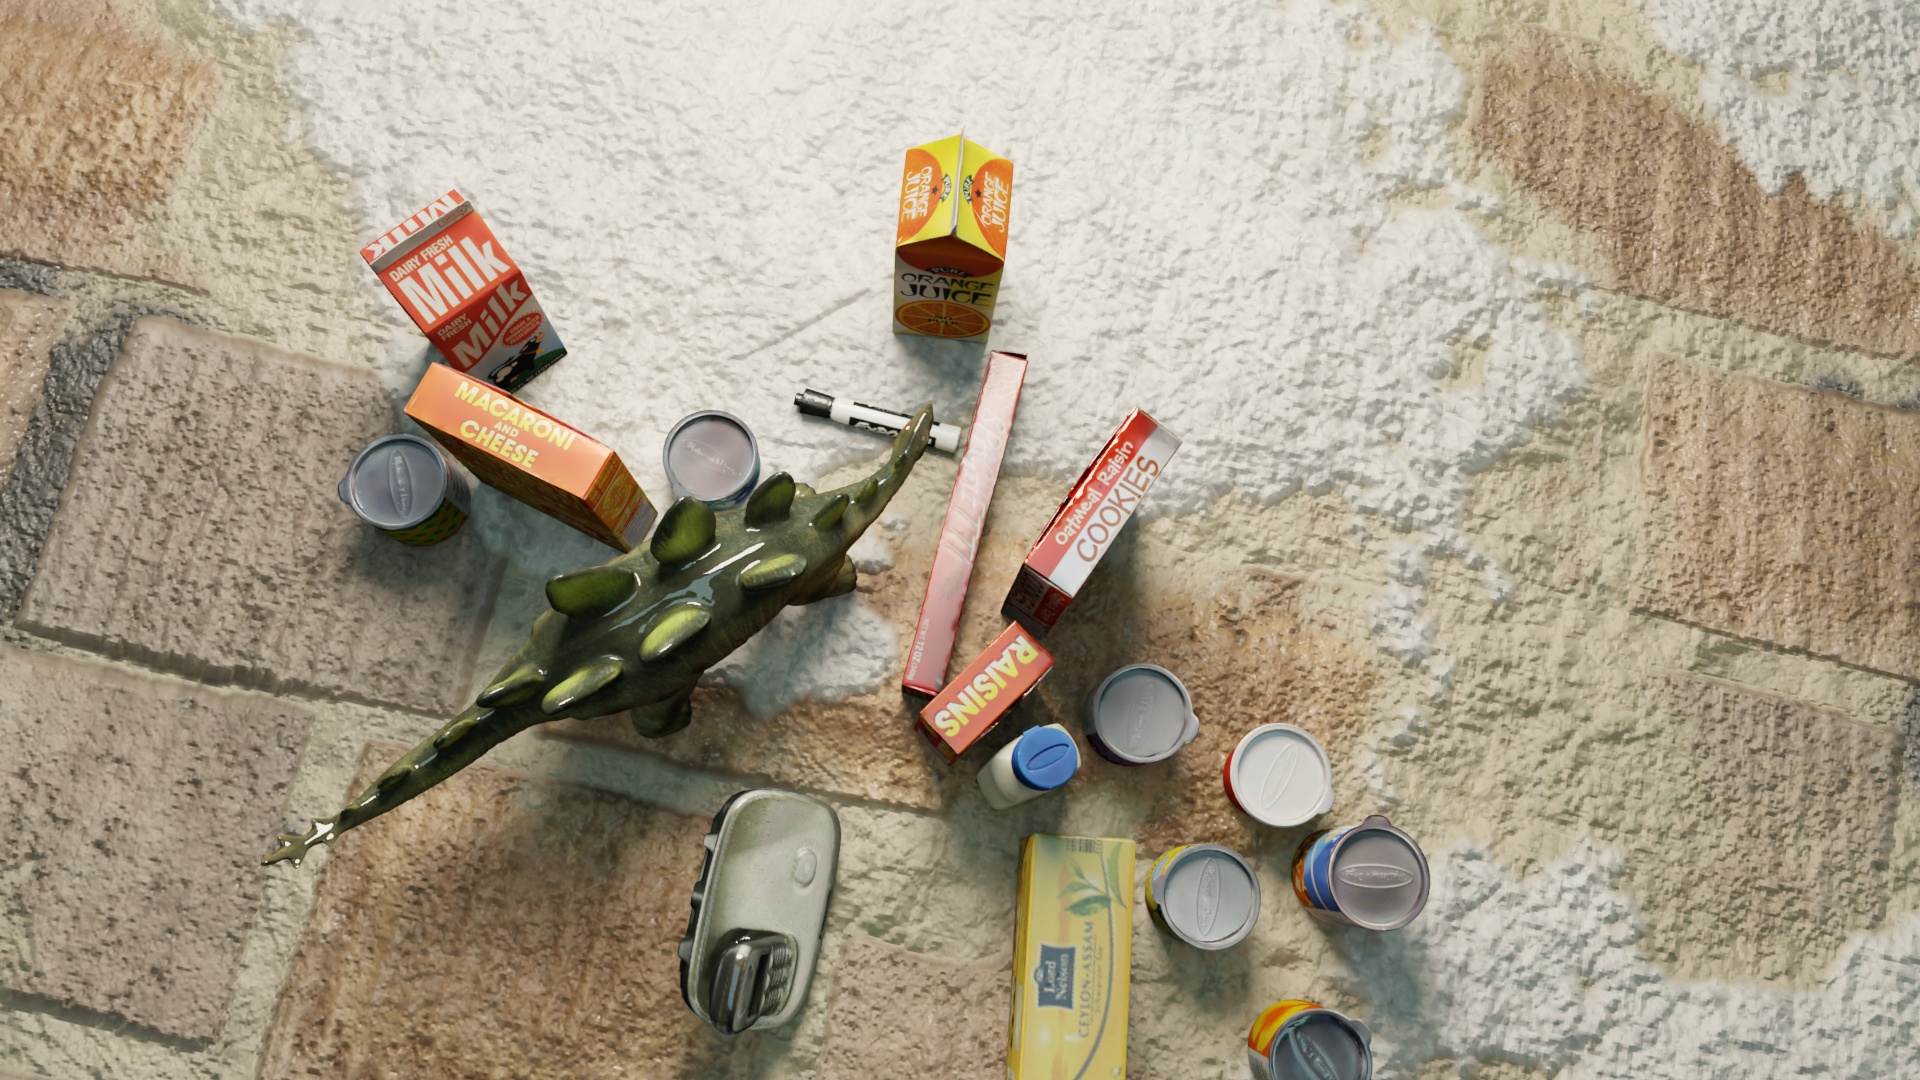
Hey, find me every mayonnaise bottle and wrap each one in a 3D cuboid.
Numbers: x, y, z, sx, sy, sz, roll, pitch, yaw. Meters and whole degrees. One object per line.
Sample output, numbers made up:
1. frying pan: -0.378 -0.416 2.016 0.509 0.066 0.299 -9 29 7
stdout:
1. mayonnaise bottle: 0.046 0.143 0.883 0.065 0.147 0.041 -27 80 -9

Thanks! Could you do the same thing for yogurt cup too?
1. yogurt cup: 0.210 0.160 0.938 0.072 0.054 0.072 1 77 -3

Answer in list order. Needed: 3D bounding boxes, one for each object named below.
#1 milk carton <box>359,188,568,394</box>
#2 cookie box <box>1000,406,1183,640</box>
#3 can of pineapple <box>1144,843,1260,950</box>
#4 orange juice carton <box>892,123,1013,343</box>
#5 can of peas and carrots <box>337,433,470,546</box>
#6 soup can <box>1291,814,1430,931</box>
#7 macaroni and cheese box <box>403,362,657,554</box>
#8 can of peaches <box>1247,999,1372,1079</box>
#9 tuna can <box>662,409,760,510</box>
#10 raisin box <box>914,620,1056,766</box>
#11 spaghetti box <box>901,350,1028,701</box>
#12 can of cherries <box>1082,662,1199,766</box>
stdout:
1. milk carton: -0.325 -0.161 0.909 0.072 0.190 0.073 -39 82 -11
2. cookie box: 0.081 -0.007 0.911 0.040 0.167 0.123 35 78 4
3. can of pineapple: 0.157 0.233 0.915 0.071 0.057 0.071 1 77 -3
4. orange juice carton: -0.006 -0.203 0.938 0.073 0.192 0.072 7 77 -2
5. can of peas and carrots: -0.376 -0.032 0.944 0.071 0.058 0.071 1 77 -3
6. soup can: 0.261 0.218 0.912 0.071 0.083 0.071 1 77 -3
7. macaroni and cheese box: -0.271 -0.049 0.899 0.124 0.166 0.040 26 77 3
8. can of peaches: 0.226 0.332 0.896 0.071 0.058 0.071 1 77 -3
9. tuna can: -0.175 -0.054 0.975 0.071 0.032 0.071 1 77 -3
10. raisin box: 0.013 0.102 0.903 0.086 0.123 0.040 -43 83 -11
11. spaghetti box: 0.003 -0.012 0.967 0.029 0.050 0.250 15 76 0
12. can of cherries: 0.121 0.120 0.939 0.071 0.058 0.071 1 77 -3
